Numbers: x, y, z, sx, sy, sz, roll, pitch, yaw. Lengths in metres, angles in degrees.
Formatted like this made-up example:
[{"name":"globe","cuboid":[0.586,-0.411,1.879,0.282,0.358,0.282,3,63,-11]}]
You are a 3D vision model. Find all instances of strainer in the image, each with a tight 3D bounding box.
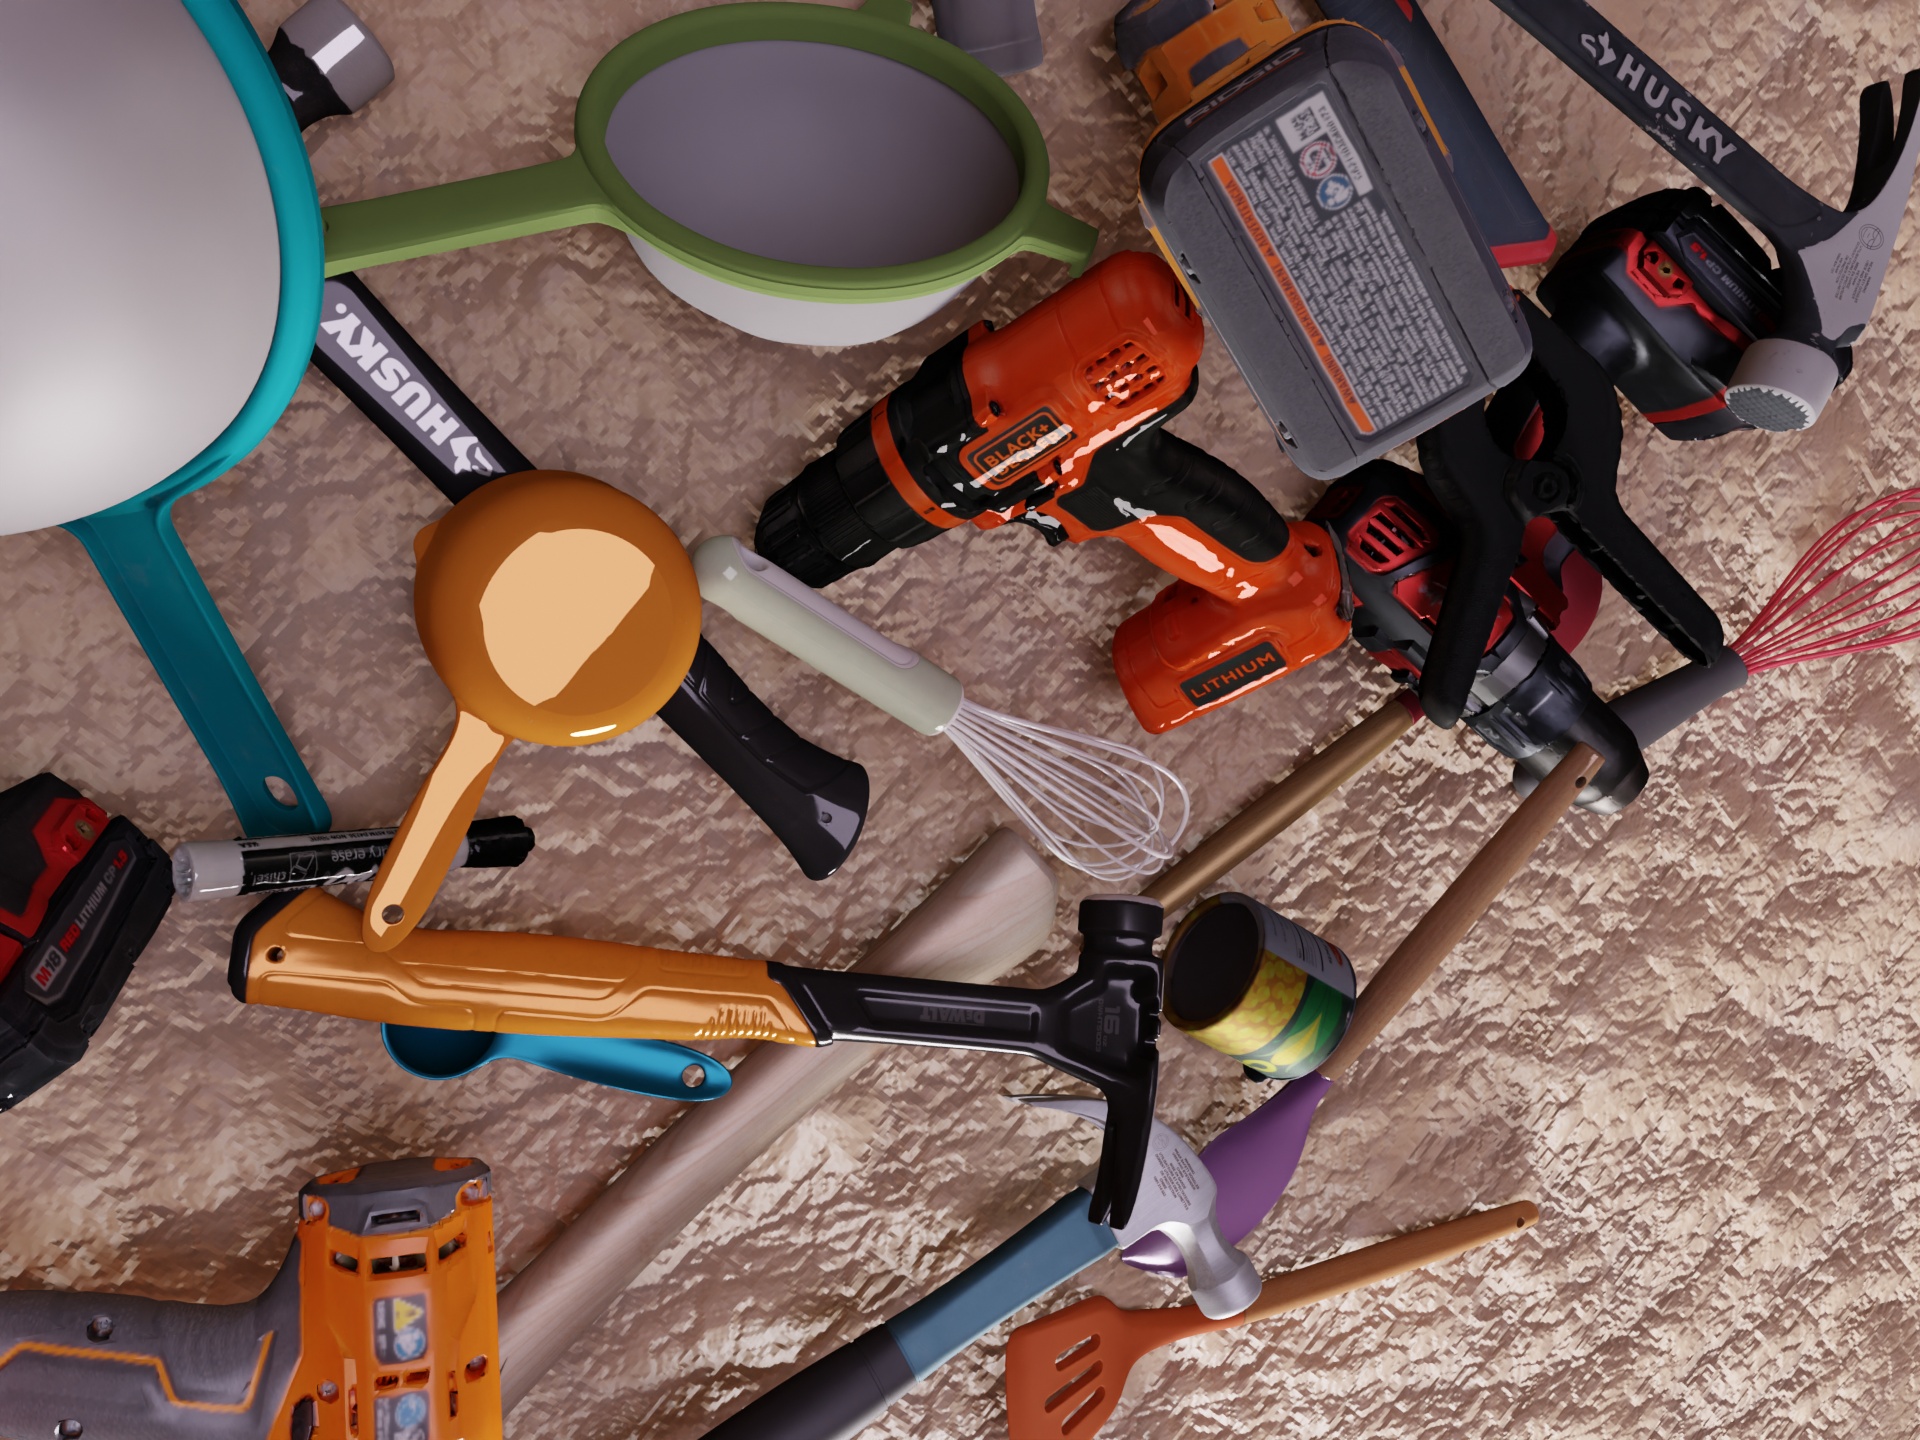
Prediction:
[{"name":"strainer","cuboid":[-0.096,-0.151,0.507,0.256,0.152,0.069,-19,149,-22]},{"name":"strainer","cuboid":[-0.262,-0.070,0.419,0.211,0.095,0.340,-7,125,10]}]

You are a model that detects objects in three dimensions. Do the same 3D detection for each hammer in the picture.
[{"name":"hammer","cuboid":[0.133,-0.335,0.605,0.143,0.038,0.386,-49,116,-9]},{"name":"hammer","cuboid":[-0.127,0.183,0.613,0.410,0.038,0.146,-42,114,-10]},{"name":"hammer","cuboid":[-0.035,0.265,0.642,0.331,0.033,0.128,-28,90,-20]},{"name":"hammer","cuboid":[-0.084,0.109,0.577,0.336,0.034,0.127,9,77,-17]},{"name":"hammer","cuboid":[-0.147,-0.060,0.546,0.146,0.035,0.334,-45,116,-9]},{"name":"hammer","cuboid":[0.202,-0.275,0.577,0.408,0.036,0.149,30,84,-19]}]

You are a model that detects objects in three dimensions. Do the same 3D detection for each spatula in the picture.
[{"name":"spatula","cuboid":[0.158,0.280,0.762,0.322,0.041,0.081,-8,97,-24]},{"name":"spatula","cuboid":[0.177,0.137,0.704,0.059,0.018,0.316,24,110,-28]}]

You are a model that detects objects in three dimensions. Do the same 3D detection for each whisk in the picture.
[{"name":"whisk","cuboid":[0.397,-0.037,0.789,0.296,0.073,0.073,-28,113,-9]},{"name":"whisk","cuboid":[-0.001,-0.002,0.604,0.246,0.058,0.059,32,112,-32]}]

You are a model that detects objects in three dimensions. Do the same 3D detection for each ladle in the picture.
[{"name":"ladle","cuboid":[0.178,0.010,0.716,0.315,0.031,0.069,-36,108,-11]}]

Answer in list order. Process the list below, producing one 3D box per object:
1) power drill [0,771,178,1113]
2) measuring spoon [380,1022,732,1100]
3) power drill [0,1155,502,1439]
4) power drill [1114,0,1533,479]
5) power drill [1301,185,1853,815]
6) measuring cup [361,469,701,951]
[{"name":"power drill","cuboid":[-0.328,0.012,0.420,0.078,0.143,0.219,-30,116,7]},{"name":"measuring spoon","cuboid":[-0.147,0.120,0.586,0.128,0.021,0.042,17,77,-17]},{"name":"power drill","cuboid":[-0.263,0.236,0.506,0.226,0.084,0.164,-3,82,-17]},{"name":"power drill","cuboid":[0.125,-0.163,0.549,0.084,0.226,0.185,-29,116,18]},{"name":"power drill","cuboid":[0.274,-0.090,0.686,0.188,0.080,0.227,42,85,-8]},{"name":"measuring cup","cuboid":[-0.146,0.002,0.510,0.095,0.052,0.173,28,87,-28]}]
